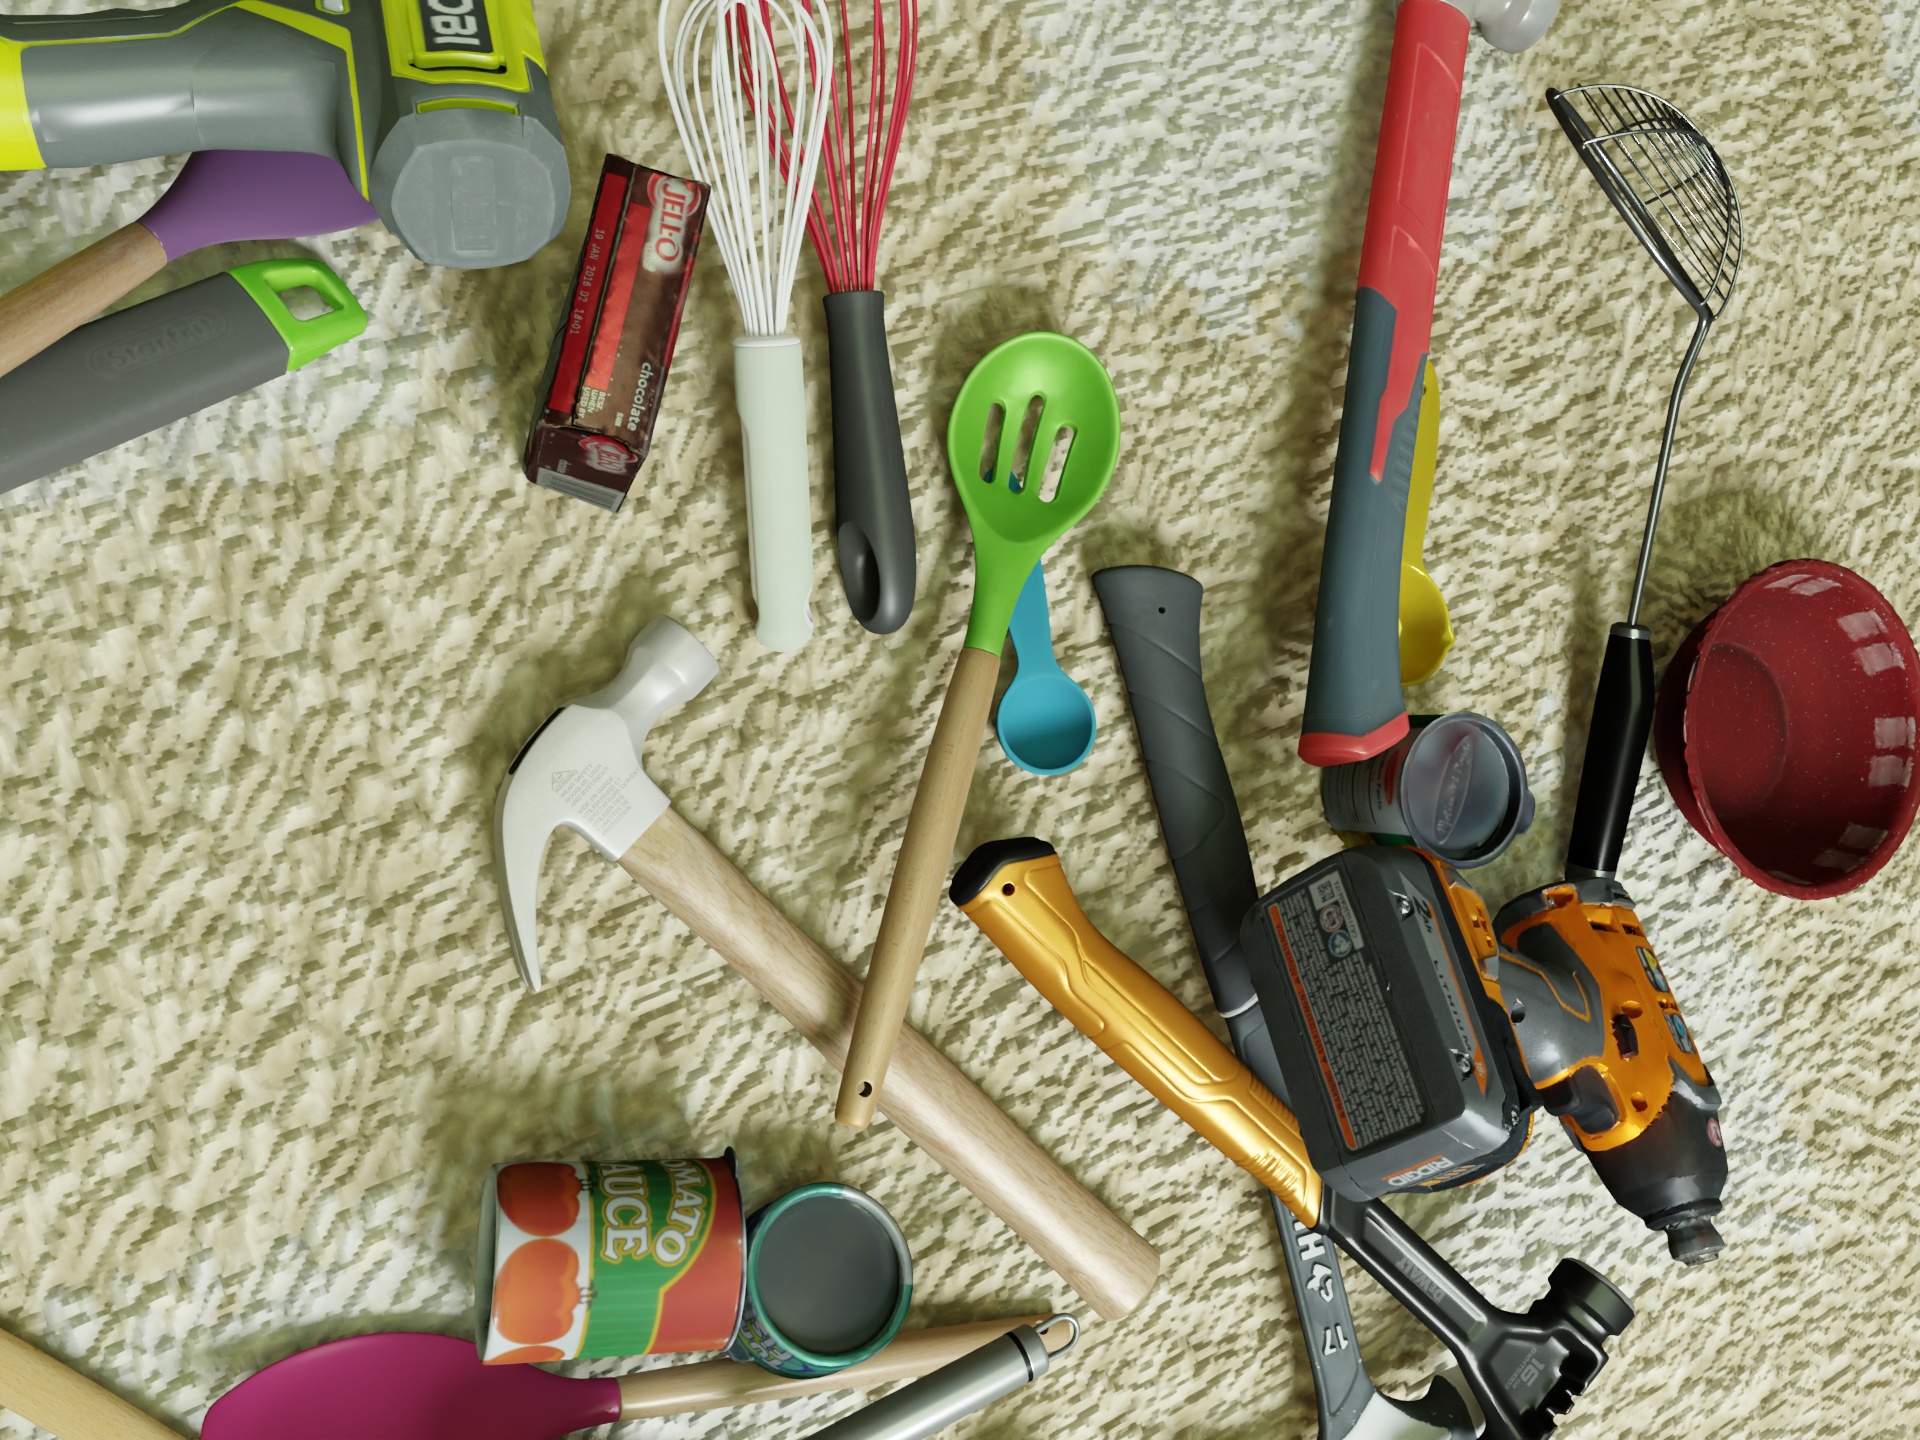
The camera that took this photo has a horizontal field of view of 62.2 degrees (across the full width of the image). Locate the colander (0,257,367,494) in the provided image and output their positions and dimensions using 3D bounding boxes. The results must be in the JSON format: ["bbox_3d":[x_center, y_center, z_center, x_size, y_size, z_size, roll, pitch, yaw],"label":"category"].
[{"bbox_3d":[-0.353,-0.037,0.461,0.397,0.094,0.204,-38,89,-36],"label":"colander"}]

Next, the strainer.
[{"bbox_3d":[-0.067,0.266,0.548,0.258,0.050,0.087,-18,84,-24],"label":"strainer"}]

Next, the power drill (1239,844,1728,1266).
[{"bbox_3d":[0.224,0.136,0.632,0.226,0.084,0.164,13,52,-40],"label":"power drill"}]

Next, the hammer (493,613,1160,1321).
[{"bbox_3d":[-0.041,0.121,0.607,0.331,0.031,0.130,46,73,-15],"label":"hammer"}]

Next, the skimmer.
[{"bbox_3d":[0.292,-0.106,0.739,0.127,0.090,0.363,-7,106,-57],"label":"skimmer"}]

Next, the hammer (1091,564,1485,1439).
[{"bbox_3d":[0.119,0.133,0.666,0.149,0.036,0.409,-15,93,-13],"label":"hammer"}]

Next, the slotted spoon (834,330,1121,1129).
[{"bbox_3d":[-0.001,-0.002,0.607,0.070,0.031,0.314,18,77,-12],"label":"slotted spoon"}]

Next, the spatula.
[{"bbox_3d":[-0.264,-0.130,0.481,0.059,0.018,0.316,47,55,-12],"label":"spatula"}]

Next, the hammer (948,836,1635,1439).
[{"bbox_3d":[0.119,0.175,0.631,0.336,0.034,0.127,44,80,-8],"label":"hammer"}]

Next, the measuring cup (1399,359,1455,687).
[{"bbox_3d":[0.193,-0.088,0.712,0.062,0.029,0.157,15,75,-18],"label":"measuring cup"}]

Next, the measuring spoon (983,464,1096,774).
[{"bbox_3d":[0.025,-0.040,0.648,0.042,0.021,0.129,-8,83,-17],"label":"measuring spoon"}]

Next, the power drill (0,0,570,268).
[{"bbox_3d":[-0.243,-0.211,0.482,0.223,0.080,0.171,-7,58,-19],"label":"power drill"}]

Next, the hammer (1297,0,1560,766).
[{"bbox_3d":[0.171,-0.173,0.675,0.143,0.038,0.386,14,78,-20],"label":"hammer"}]

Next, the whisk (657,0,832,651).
[{"bbox_3d":[-0.071,-0.143,0.566,0.059,0.058,0.246,-2,109,-1],"label":"whisk"}]

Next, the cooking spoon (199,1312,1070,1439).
[{"bbox_3d":[-0.100,0.243,0.576,0.318,0.069,0.017,2,132,-26],"label":"cooking spoon"}]

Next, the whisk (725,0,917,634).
[{"bbox_3d":[-0.043,-0.180,0.600,0.073,0.073,0.296,-8,97,-22],"label":"whisk"}]

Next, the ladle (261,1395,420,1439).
[{"bbox_3d":[-0.088,0.288,0.574,0.320,0.062,0.078,22,66,-18],"label":"ladle"}]

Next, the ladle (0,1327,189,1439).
[{"bbox_3d":[-0.261,0.243,0.519,0.315,0.031,0.069,40,86,-15],"label":"ladle"}]
